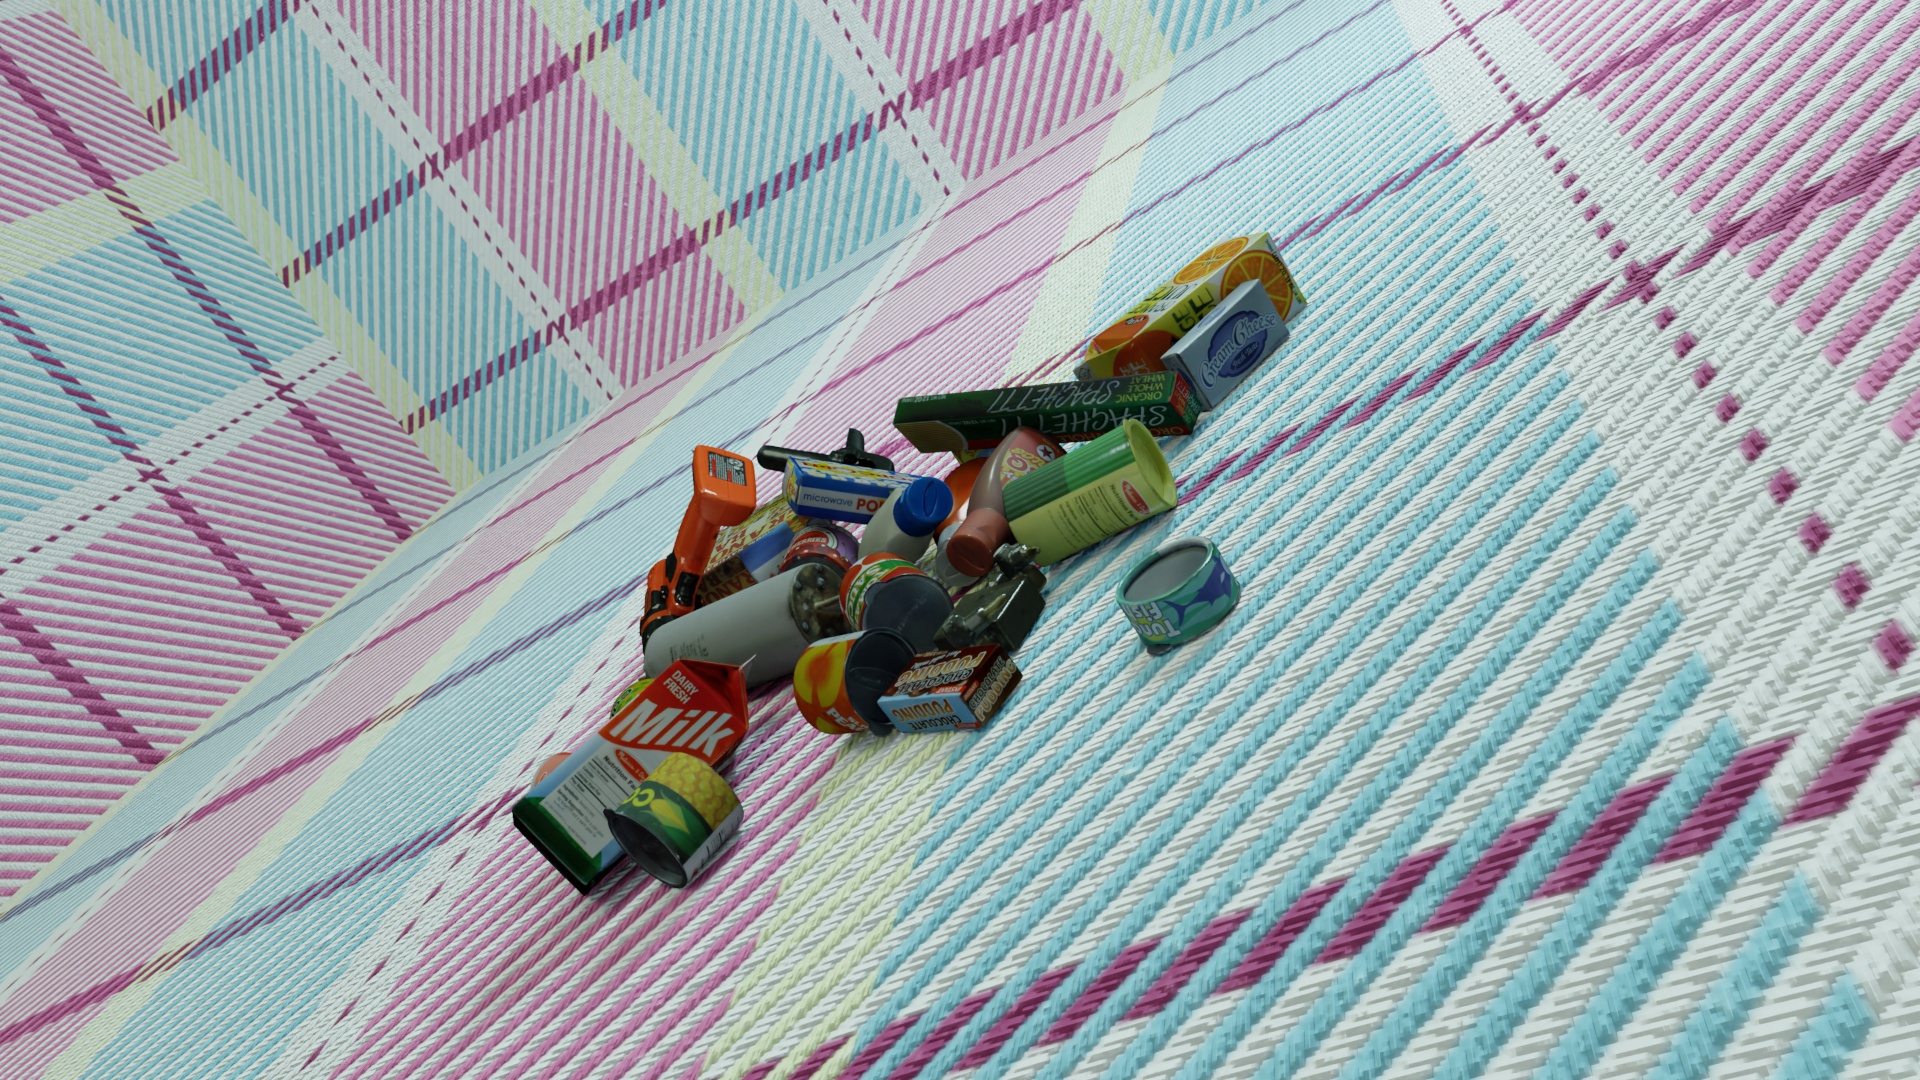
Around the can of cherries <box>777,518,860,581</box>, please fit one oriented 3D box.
[{"bbox_3d":[-0.118,0.025,1.155,0.071,0.071,0.058,-29,20,17],"label":"can of cherries"}]

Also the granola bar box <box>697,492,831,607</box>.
[{"bbox_3d":[-0.207,0.006,1.398,0.165,0.039,0.125,-30,18,11],"label":"granola bar box"}]

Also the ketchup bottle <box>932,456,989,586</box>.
[{"bbox_3d":[0.004,-0.014,1.088,0.064,0.043,0.149,-38,17,20],"label":"ketchup bottle"}]

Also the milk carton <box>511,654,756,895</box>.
[{"bbox_3d":[-0.216,0.152,0.975,0.191,0.073,0.072,-44,-4,-25],"label":"milk carton"}]

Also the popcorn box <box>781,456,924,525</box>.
[{"bbox_3d":[-0.085,-0.040,1.193,0.127,0.038,0.085,8,10,-16],"label":"popcorn box"}]

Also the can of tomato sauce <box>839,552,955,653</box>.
[{"bbox_3d":[-0.048,0.047,0.988,0.071,0.071,0.083,-37,18,-7],"label":"can of tomato sauce"}]

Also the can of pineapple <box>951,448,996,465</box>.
[{"bbox_3d":[0.028,-0.079,1.185,0.071,0.057,0.071,-30,19,12],"label":"can of pineapple"}]

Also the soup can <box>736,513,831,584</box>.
[{"bbox_3d":[-0.147,0.014,1.235,0.084,0.071,0.071,-36,19,-7],"label":"soup can"}]

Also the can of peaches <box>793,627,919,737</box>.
[{"bbox_3d":[-0.068,0.095,0.912,0.058,0.071,0.071,-14,27,46],"label":"can of peaches"}]

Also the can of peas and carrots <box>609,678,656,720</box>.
[{"bbox_3d":[-0.234,0.142,1.065,0.071,0.071,0.058,-40,19,-17],"label":"can of peas and carrots"}]

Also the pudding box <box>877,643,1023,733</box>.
[{"bbox_3d":[-0.007,0.094,0.868,0.083,0.030,0.050,-12,30,49],"label":"pudding box"}]

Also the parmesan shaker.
[{"bbox_3d":[0.087,-0.034,0.956,0.103,0.071,0.072,-26,20,23],"label":"parmesan shaker"}]

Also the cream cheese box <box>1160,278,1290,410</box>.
[{"bbox_3d":[0.206,-0.150,1.071,0.104,0.053,0.024,-42,18,-22],"label":"cream cheese box"}]

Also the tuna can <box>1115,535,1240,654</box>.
[{"bbox_3d":[0.123,0.031,0.799,0.071,0.032,0.071,-30,19,11],"label":"tuna can"}]

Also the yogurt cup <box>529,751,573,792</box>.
[{"bbox_3d":[-0.278,0.189,1.037,0.054,0.072,0.073,-13,27,31],"label":"yogurt cup"}]

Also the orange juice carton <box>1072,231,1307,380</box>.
[{"bbox_3d":[0.179,-0.165,1.121,0.193,0.071,0.073,-39,18,-14],"label":"orange juice carton"}]

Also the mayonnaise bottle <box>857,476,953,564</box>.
[{"bbox_3d":[-0.043,-0.009,1.066,0.147,0.041,0.065,136,145,-66],"label":"mayonnaise bottle"}]

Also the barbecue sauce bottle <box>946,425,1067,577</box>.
[{"bbox_3d":[0.035,-0.027,1.029,0.043,0.065,0.149,-50,2,41],"label":"barbecue sauce bottle"}]

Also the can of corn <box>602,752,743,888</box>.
[{"bbox_3d":[-0.184,0.178,0.895,0.071,0.071,0.058,-12,28,49],"label":"can of corn"}]

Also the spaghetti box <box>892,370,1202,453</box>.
[{"bbox_3d":[0.062,-0.099,1.087,0.250,0.050,0.029,-2,62,32],"label":"spaghetti box"}]
